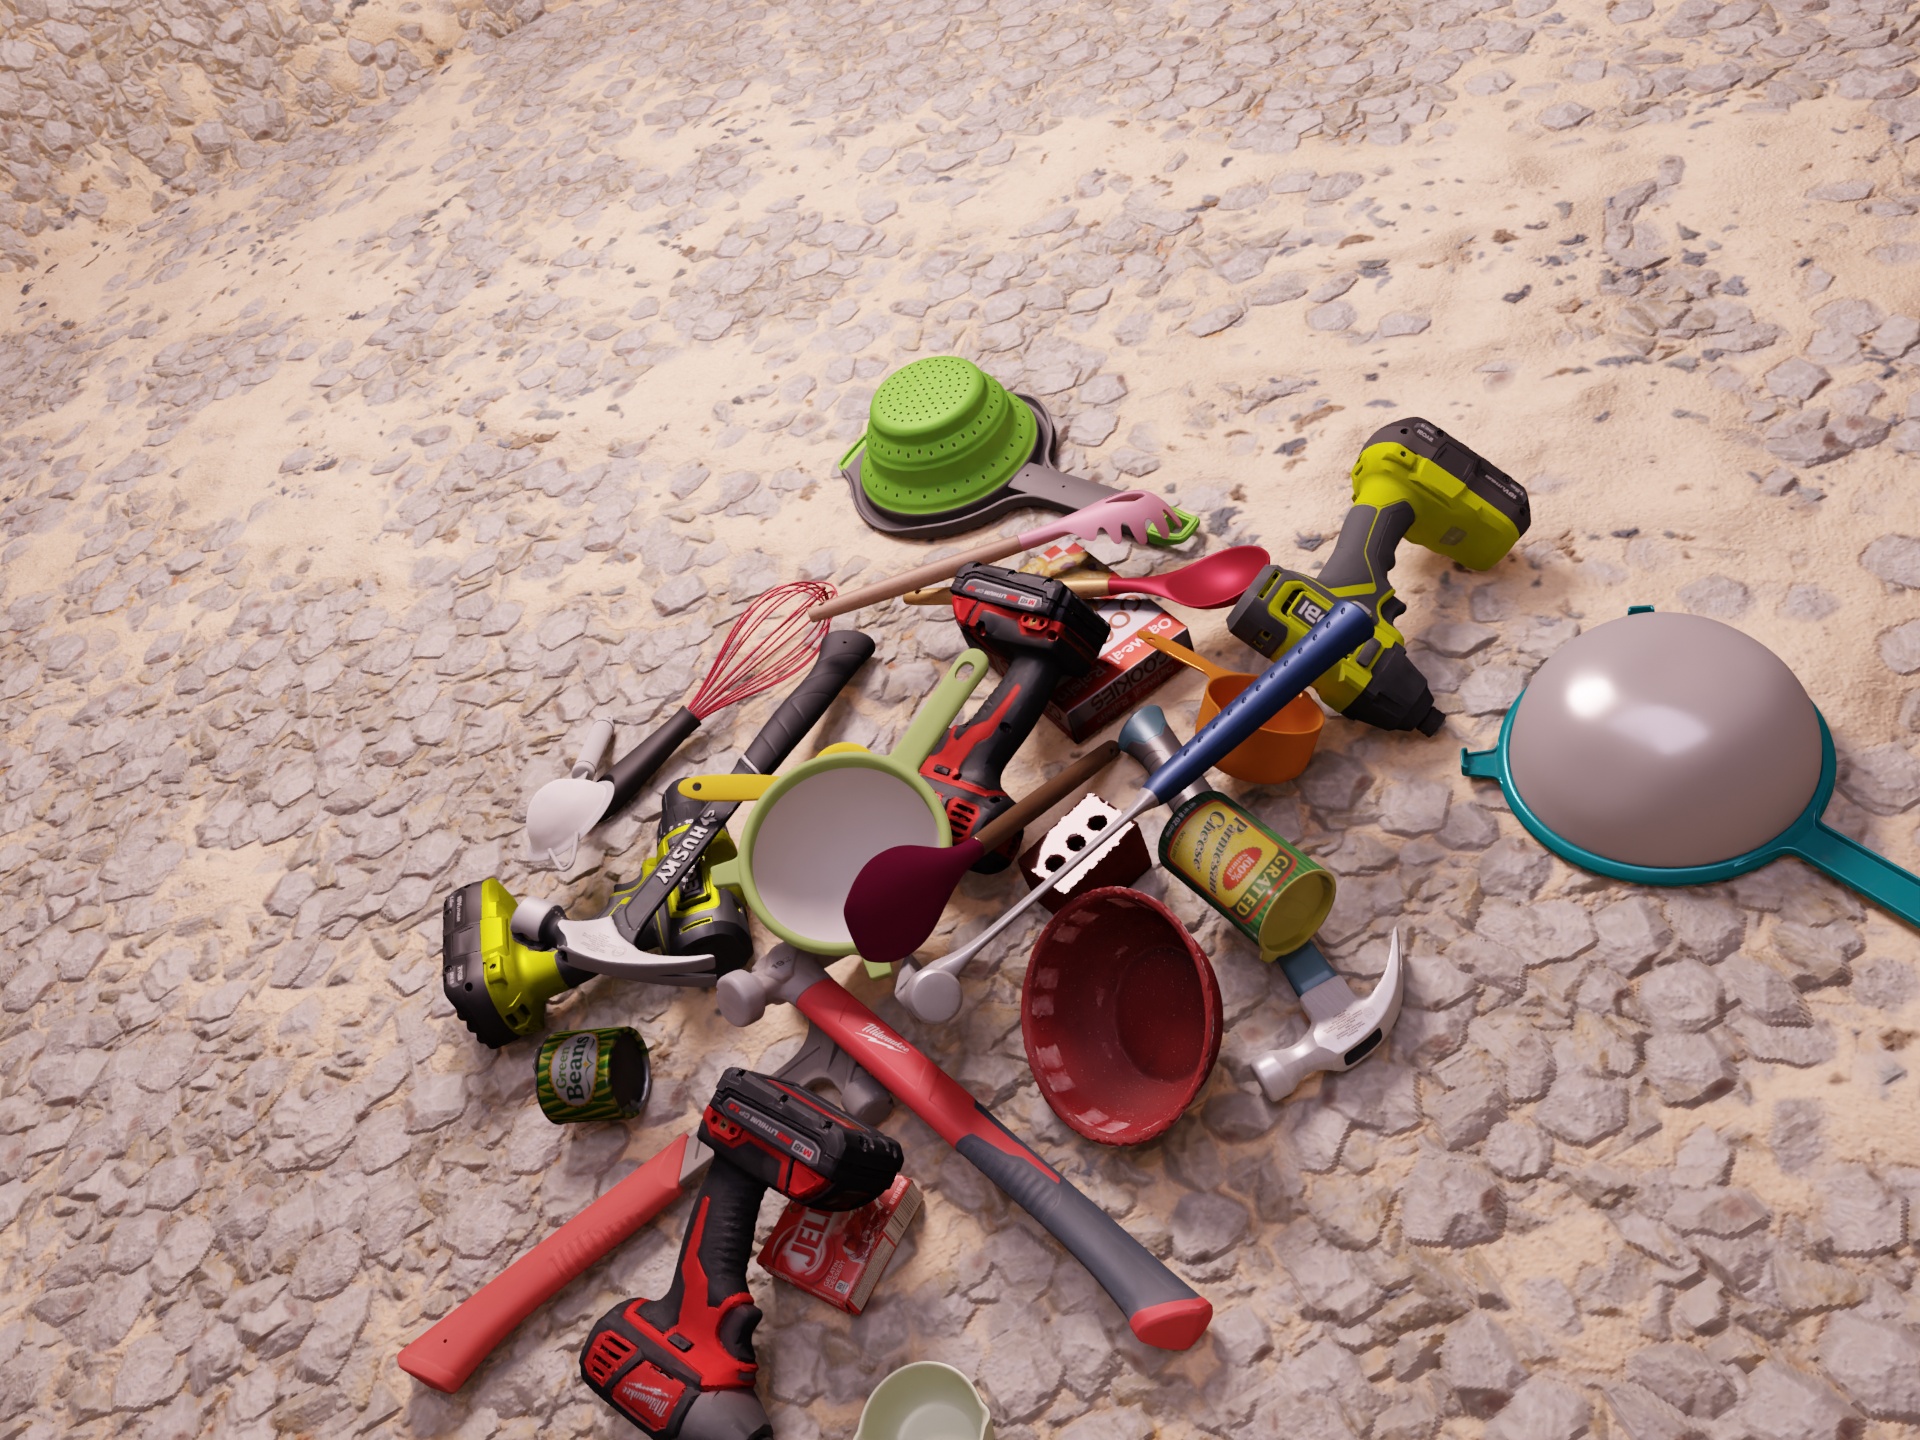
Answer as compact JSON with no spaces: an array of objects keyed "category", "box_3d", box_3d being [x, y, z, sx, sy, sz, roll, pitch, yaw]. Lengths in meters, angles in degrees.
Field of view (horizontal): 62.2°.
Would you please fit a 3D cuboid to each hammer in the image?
[{"category":"hammer","box_3d":[-0.168,0.051,1.234,0.149,0.036,0.409,18,43,16]},{"category":"hammer","box_3d":[0.116,0.057,1.057,0.405,0.144,0.035,-39,91,-11]},{"category":"hammer","box_3d":[0.014,0.255,1.030,0.143,0.038,0.387,-22,44,-41]},{"category":"hammer","box_3d":[0.193,0.104,1.108,0.128,0.033,0.331,-27,46,-1]},{"category":"hammer","box_3d":[-0.224,0.319,1.086,0.359,0.036,0.149,-36,47,-12]}]

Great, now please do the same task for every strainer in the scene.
[{"category":"strainer","box_3d":[-0.050,0.061,1.144,0.151,0.069,0.256,27,68,19]},{"category":"strainer","box_3d":[-0.315,0.046,1.312,0.087,0.050,0.259,-32,20,10]},{"category":"strainer","box_3d":[0.498,0.029,1.008,0.211,0.095,0.341,-37,46,-12]}]

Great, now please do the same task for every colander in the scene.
[{"category":"colander","box_3d":[0.040,-0.246,1.437,0.397,0.094,0.204,24,63,36]}]

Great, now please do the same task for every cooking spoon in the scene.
[{"category":"cooking spoon","box_3d":[0.026,0.078,1.112,0.017,0.068,0.319,-15,11,42]}]

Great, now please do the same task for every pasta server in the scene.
[{"category":"pasta server","box_3d":[0.026,-0.131,1.317,0.316,0.040,0.060,-19,24,3]}]

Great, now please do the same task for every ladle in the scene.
[{"category":"ladle","box_3d":[0.096,-0.106,1.282,0.315,0.031,0.069,-1,43,25]}]

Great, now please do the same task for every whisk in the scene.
[{"category":"whisk","box_3d":[-0.217,-0.018,1.370,0.296,0.073,0.073,-45,49,-10]}]

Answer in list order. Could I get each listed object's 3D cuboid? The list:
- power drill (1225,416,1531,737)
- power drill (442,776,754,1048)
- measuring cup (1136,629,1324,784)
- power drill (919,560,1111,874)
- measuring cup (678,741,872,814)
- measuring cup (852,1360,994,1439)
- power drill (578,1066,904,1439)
[{"category":"power drill","box_3d":[0.323,-0.104,1.186,0.171,0.080,0.223,36,67,5]},{"category":"power drill","box_3d":[-0.278,0.144,1.237,0.228,0.080,0.191,-21,42,0]},{"category":"measuring cup","box_3d":[0.188,-0.011,1.180,0.095,0.052,0.174,-13,35,-38]},{"category":"power drill","box_3d":[-0.002,-0.004,1.226,0.188,0.080,0.227,17,78,42]},{"category":"measuring cup","box_3d":[-0.135,0.045,1.186,0.156,0.029,0.062,-1,66,1]},{"category":"measuring cup","box_3d":[-0.012,0.447,0.887,0.083,0.038,0.168,-17,48,8]},{"category":"power drill","box_3d":[-0.131,0.338,0.971,0.143,0.078,0.220,21,82,33]}]
